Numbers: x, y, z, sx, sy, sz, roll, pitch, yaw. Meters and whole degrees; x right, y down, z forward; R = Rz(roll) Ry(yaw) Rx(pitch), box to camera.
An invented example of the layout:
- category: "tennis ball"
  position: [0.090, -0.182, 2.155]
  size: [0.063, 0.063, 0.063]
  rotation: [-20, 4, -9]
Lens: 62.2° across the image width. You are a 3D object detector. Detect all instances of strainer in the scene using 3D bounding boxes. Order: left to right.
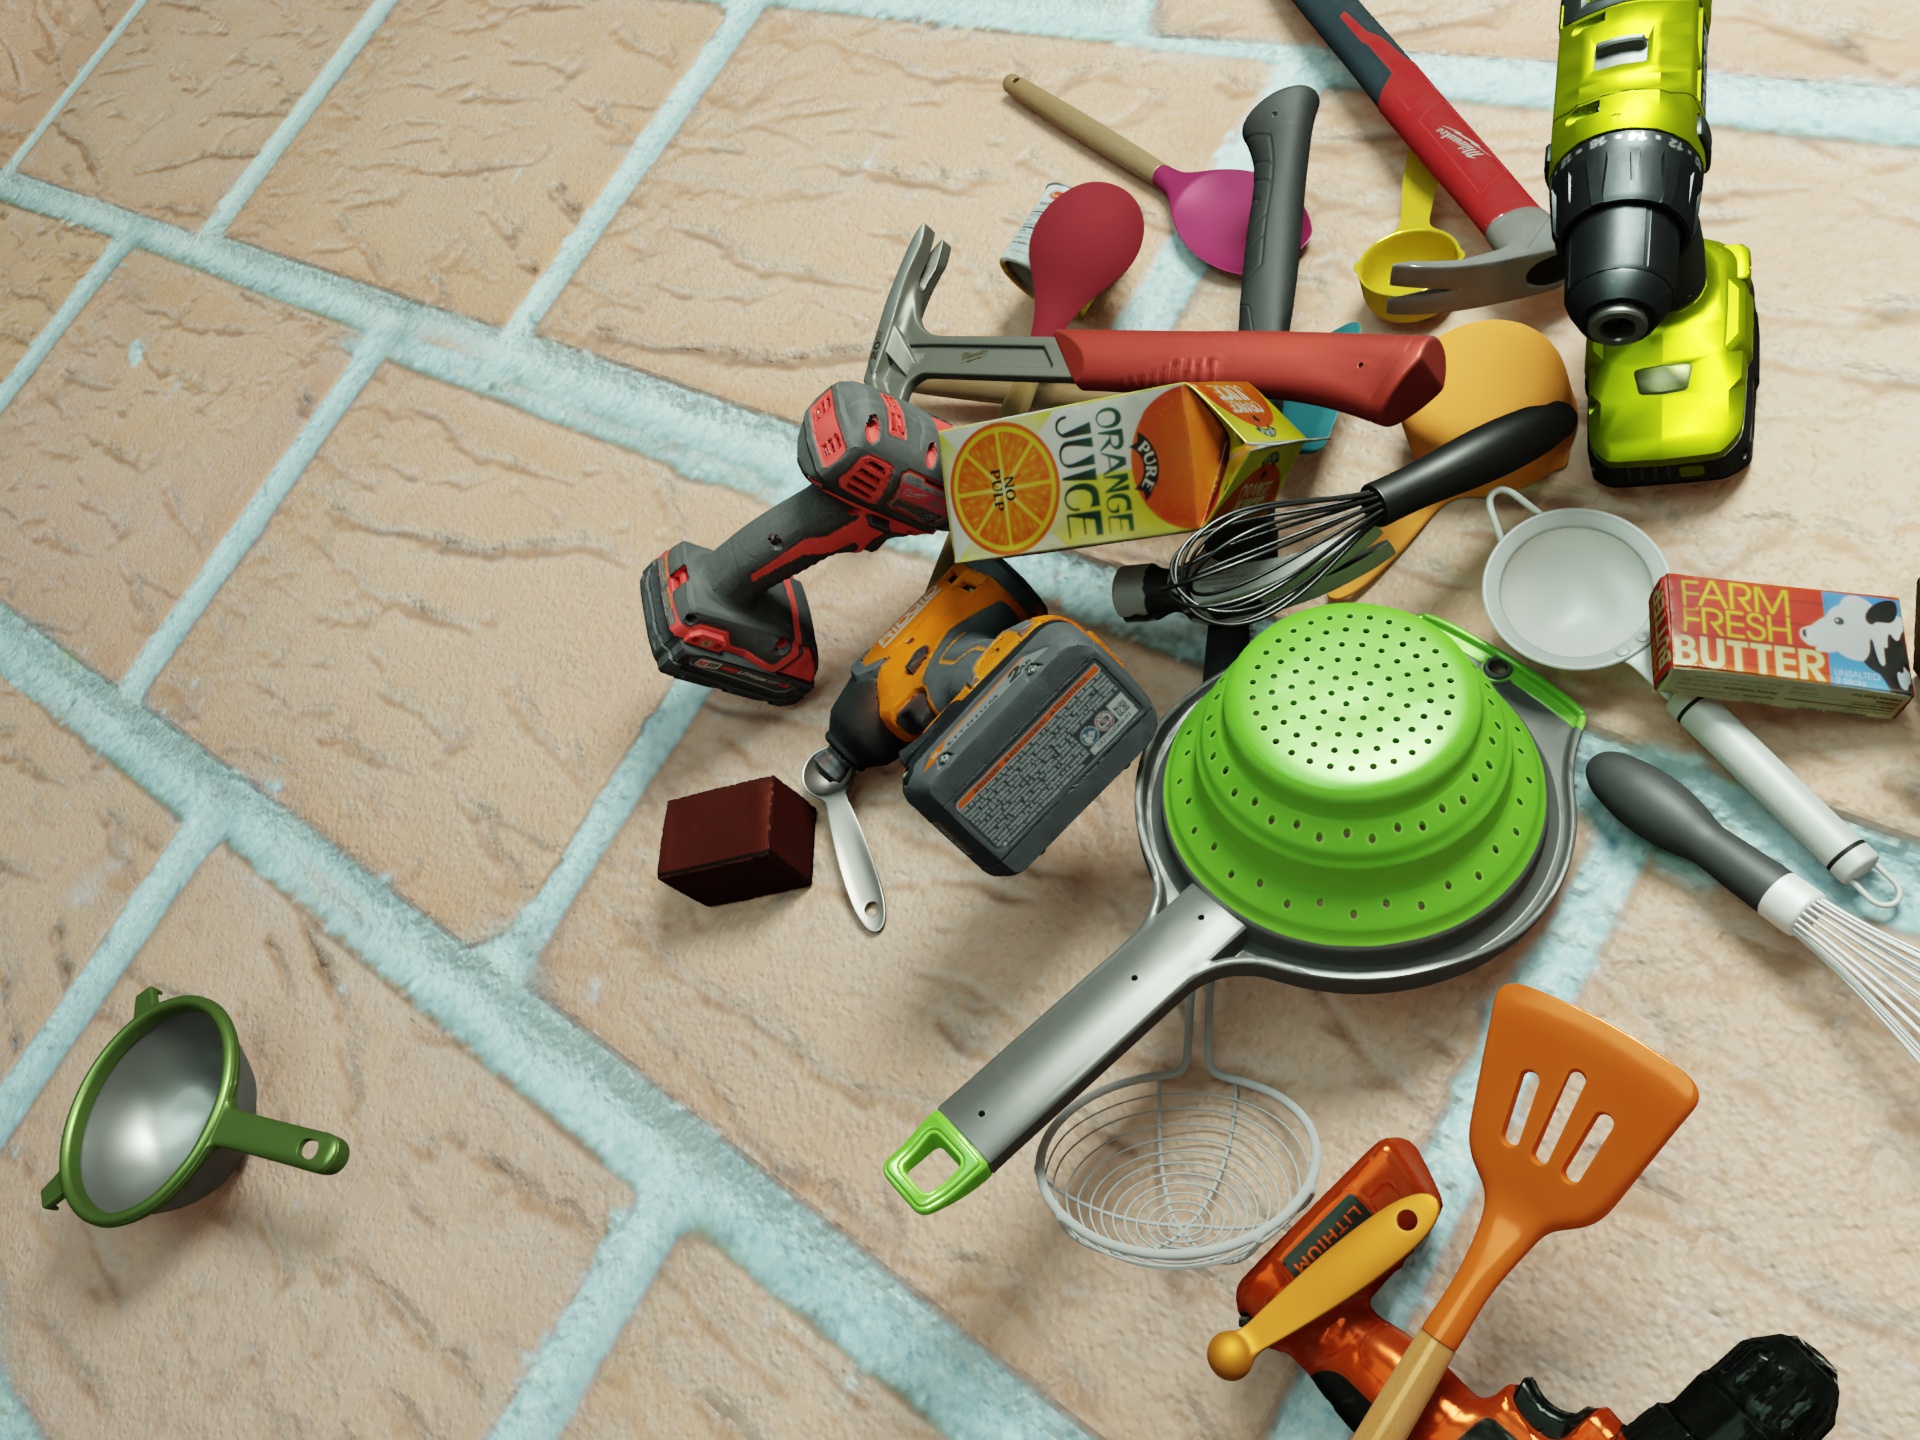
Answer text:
- category: "strainer"
  position: [-0.466, 0.264, 1.020]
  size: [0.256, 0.069, 0.152]
  rotation: [2, 63, 30]
- category: "strainer"
  position: [0.329, -0.012, 0.734]
  size: [0.087, 0.050, 0.259]
  rotation: [-33, 58, -1]

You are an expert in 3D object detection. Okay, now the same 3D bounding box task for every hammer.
- category: "hammer"
  position: [0.094, -0.209, 0.886]
  size: [0.359, 0.036, 0.149]
  rotation: [11, 80, 38]
- category: "hammer"
  position: [0.173, -0.212, 0.883]
  size: [0.146, 0.035, 0.335]
  rotation: [-4, 66, 33]
- category: "hammer"
  position: [0.250, -0.378, 0.959]
  size: [0.143, 0.038, 0.387]
  rotation: [-15, 52, -5]

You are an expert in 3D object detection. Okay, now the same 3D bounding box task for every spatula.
- category: "spatula"
  position: [0.089, -0.203, 0.970]
  size: [0.318, 0.044, 0.082]
  rotation: [11, 76, 32]
- category: "spatula"
  position: [0.167, 0.257, 0.607]
  size: [0.081, 0.041, 0.322]
  rotation: [30, 87, 35]

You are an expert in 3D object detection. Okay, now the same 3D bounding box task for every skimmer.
- category: "skimmer"
  position: [0.116, 0.081, 0.771]
  size: [0.127, 0.090, 0.364]
  rotation: [-1, 63, 20]

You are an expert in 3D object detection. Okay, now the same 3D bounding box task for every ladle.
- category: "ladle"
  position: [0.031, -0.187, 0.972]
  size: [0.069, 0.031, 0.315]
  rotation: [23, 91, 18]

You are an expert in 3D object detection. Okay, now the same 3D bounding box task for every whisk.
- category: "whisk"
  position: [0.201, -0.105, 0.764]
  size: [0.239, 0.055, 0.055]
  rotation: [-25, 50, -14]
- category: "whisk"
  position: [0.366, 0.095, 0.647]
  size: [0.070, 0.070, 0.285]
  rotation: [-44, 46, 2]

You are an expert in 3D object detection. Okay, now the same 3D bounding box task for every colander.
- category: "colander"
  position: [0.117, 0.063, 0.706]
  size: [0.397, 0.094, 0.205]
  rotation: [-39, 54, -17]

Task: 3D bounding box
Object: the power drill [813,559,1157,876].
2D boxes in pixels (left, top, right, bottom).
- category: "power drill"
  position: [-0.001, -0.003, 0.853]
  size: [0.164, 0.084, 0.227]
  rotation: [-45, 23, 1]

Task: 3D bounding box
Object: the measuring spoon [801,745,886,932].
- category: "measuring spoon"
  position: [-0.064, 0.070, 0.933]
  size: [0.034, 0.018, 0.124]
  rotation: [-24, 61, 8]

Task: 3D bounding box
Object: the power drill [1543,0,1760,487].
- category: "power drill"
  position: [0.314, -0.205, 0.727]
  size: [0.080, 0.228, 0.191]
  rotation: [-1, 64, 29]

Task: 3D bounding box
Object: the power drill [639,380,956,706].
- category: "power drill"
  position: [-0.076, -0.101, 0.935]
  size: [0.219, 0.143, 0.079]
  rotation: [-36, 55, 33]

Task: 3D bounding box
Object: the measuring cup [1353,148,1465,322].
- category: "measuring cup"
  position: [0.271, -0.292, 0.937]
  size: [0.062, 0.029, 0.157]
  rotation: [0, 53, 25]

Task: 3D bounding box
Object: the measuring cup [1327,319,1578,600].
- category: "measuring cup"
  position: [0.248, -0.138, 0.840]
  size: [0.173, 0.052, 0.095]
  rotation: [-47, 51, -3]

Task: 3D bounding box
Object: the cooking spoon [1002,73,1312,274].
- category: "cooking spoon"
  position: [0.120, -0.375, 1.068]
  size: [0.069, 0.017, 0.319]
  rotation: [-43, 52, 1]

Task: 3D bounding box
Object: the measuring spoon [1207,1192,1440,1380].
- category: "measuring spoon"
  position: [0.147, 0.230, 0.648]
  size: [0.117, 0.011, 0.021]
  rotation: [-39, 54, 6]
